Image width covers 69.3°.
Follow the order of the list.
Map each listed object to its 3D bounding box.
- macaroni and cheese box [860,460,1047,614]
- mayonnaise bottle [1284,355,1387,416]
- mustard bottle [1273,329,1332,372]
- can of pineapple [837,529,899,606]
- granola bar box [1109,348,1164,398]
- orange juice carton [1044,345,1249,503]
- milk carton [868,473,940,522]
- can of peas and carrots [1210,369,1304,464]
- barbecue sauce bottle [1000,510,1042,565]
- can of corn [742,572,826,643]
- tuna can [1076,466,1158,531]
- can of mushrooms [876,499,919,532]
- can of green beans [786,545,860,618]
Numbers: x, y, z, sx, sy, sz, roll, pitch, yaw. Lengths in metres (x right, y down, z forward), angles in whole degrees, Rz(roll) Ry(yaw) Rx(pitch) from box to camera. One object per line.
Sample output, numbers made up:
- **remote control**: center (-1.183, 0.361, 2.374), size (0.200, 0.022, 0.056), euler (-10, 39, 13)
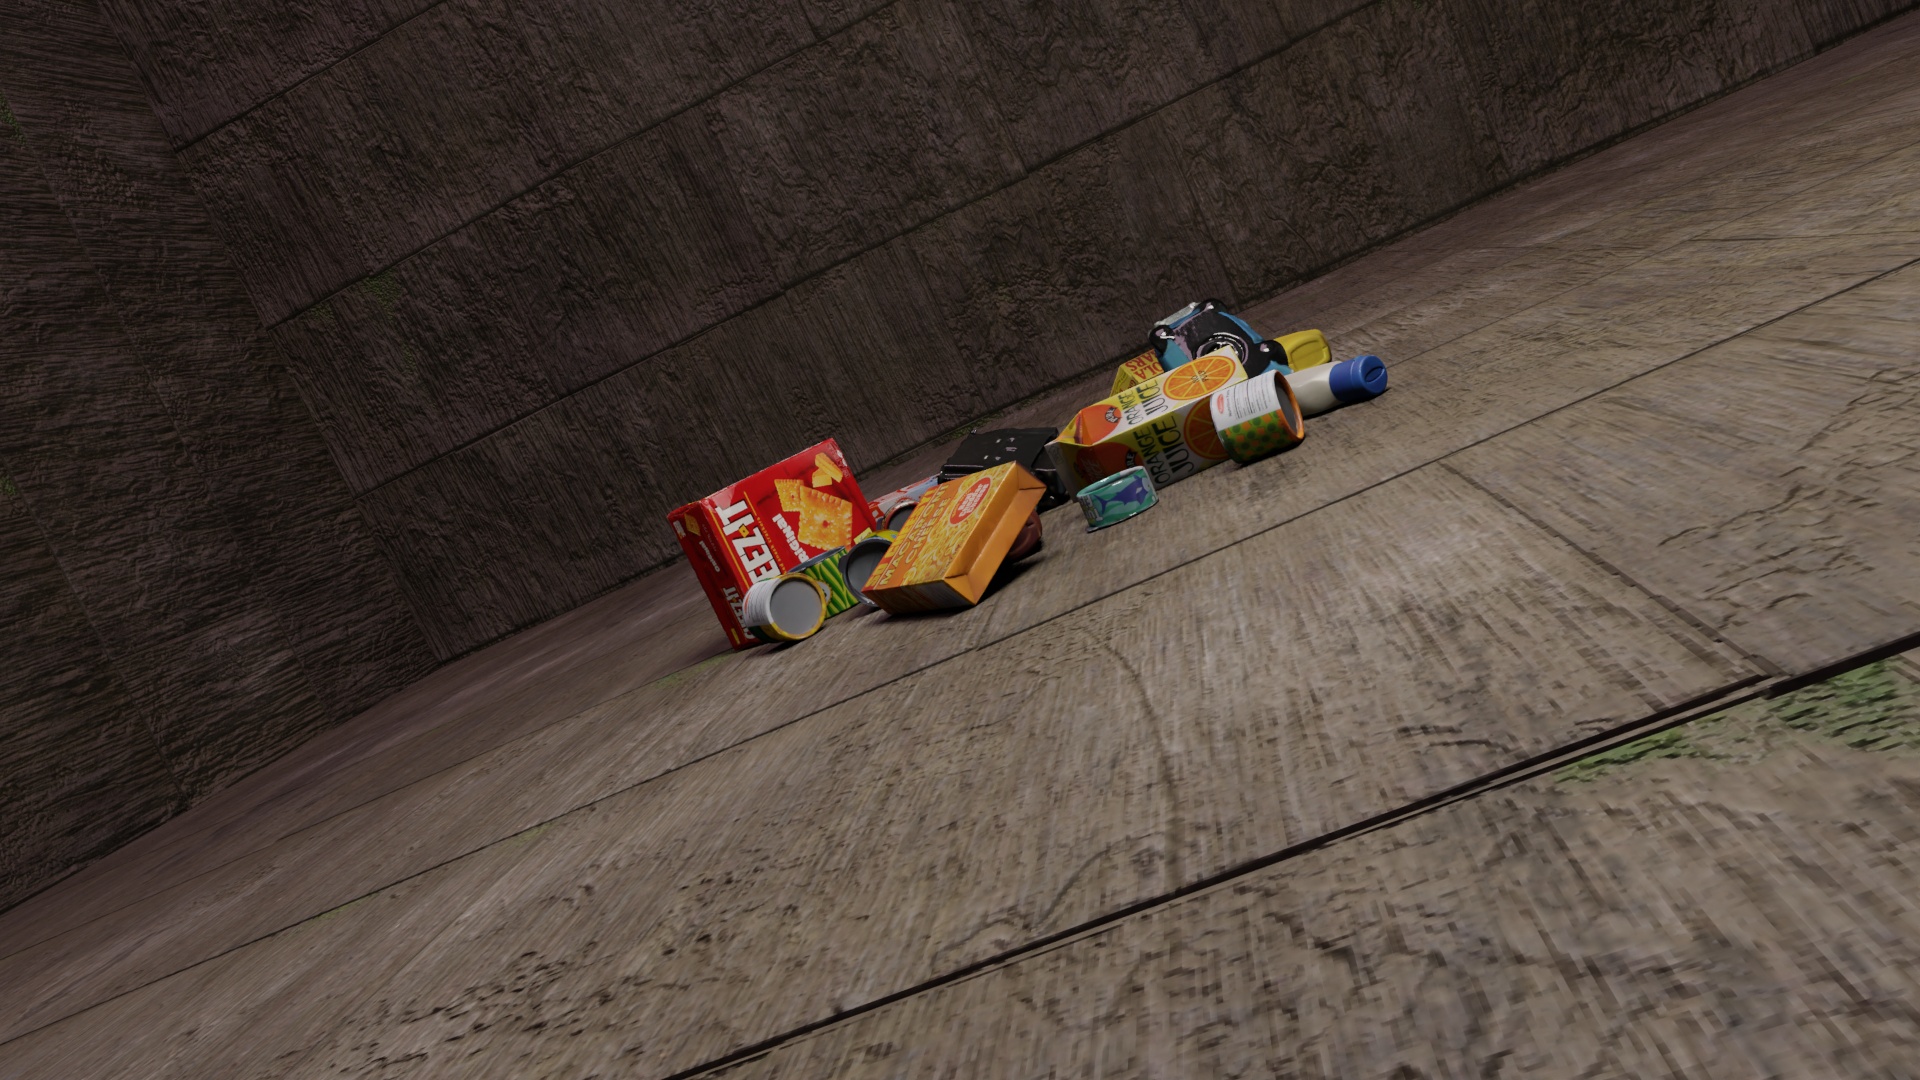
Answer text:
- **macaroni and cheese box**: center (-0.008, 0.002, 1.197), size (0.124, 0.040, 0.166), euler (-58, 19, -20)
- **mayonnaise bottle**: center (0.327, -0.138, 1.289), size (0.065, 0.041, 0.148), euler (-32, 11, -30)
- **mustard bottle**: center (0.385, -0.215, 1.622), size (0.065, 0.048, 0.160), euler (-24, 6, 3)
- **can of pineapple**: center (-0.077, 0.025, 1.335), size (0.071, 0.071, 0.058), euler (-24, 6, 9)
- **granola bar box**: center (0.256, -0.193, 1.705), size (0.166, 0.039, 0.123), euler (-28, -26, -26)
- **orange juice carton**: center (0.178, -0.098, 1.277), size (0.192, 0.071, 0.073), euler (-23, 31, 9)
- **milk carton**: center (-0.054, -0.025, 1.612), size (0.190, 0.072, 0.074), euler (-21, 8, 27)
- **can of peas and carrots**: center (0.255, -0.105, 1.188), size (0.058, 0.071, 0.071), euler (-21, 8, 28)
- **barbecue sauce bottle**: center (0.044, -0.012, 1.298), size (0.065, 0.043, 0.149), euler (-29, 6, 7)
- **can of corn**: center (-0.170, 0.067, 1.364), size (0.071, 0.071, 0.058), euler (-29, 8, -31)
- **tuna can**: center (0.135, -0.037, 1.216), size (0.071, 0.033, 0.071), euler (-24, 7, 3)
- **can of mushrooms**: center (-0.057, -0.012, 1.538), size (0.071, 0.071, 0.033), euler (-25, 8, -6)
- **can of green beans**: center (-0.137, 0.045, 1.433), size (0.071, 0.057, 0.071), euler (-24, 7, 3)
